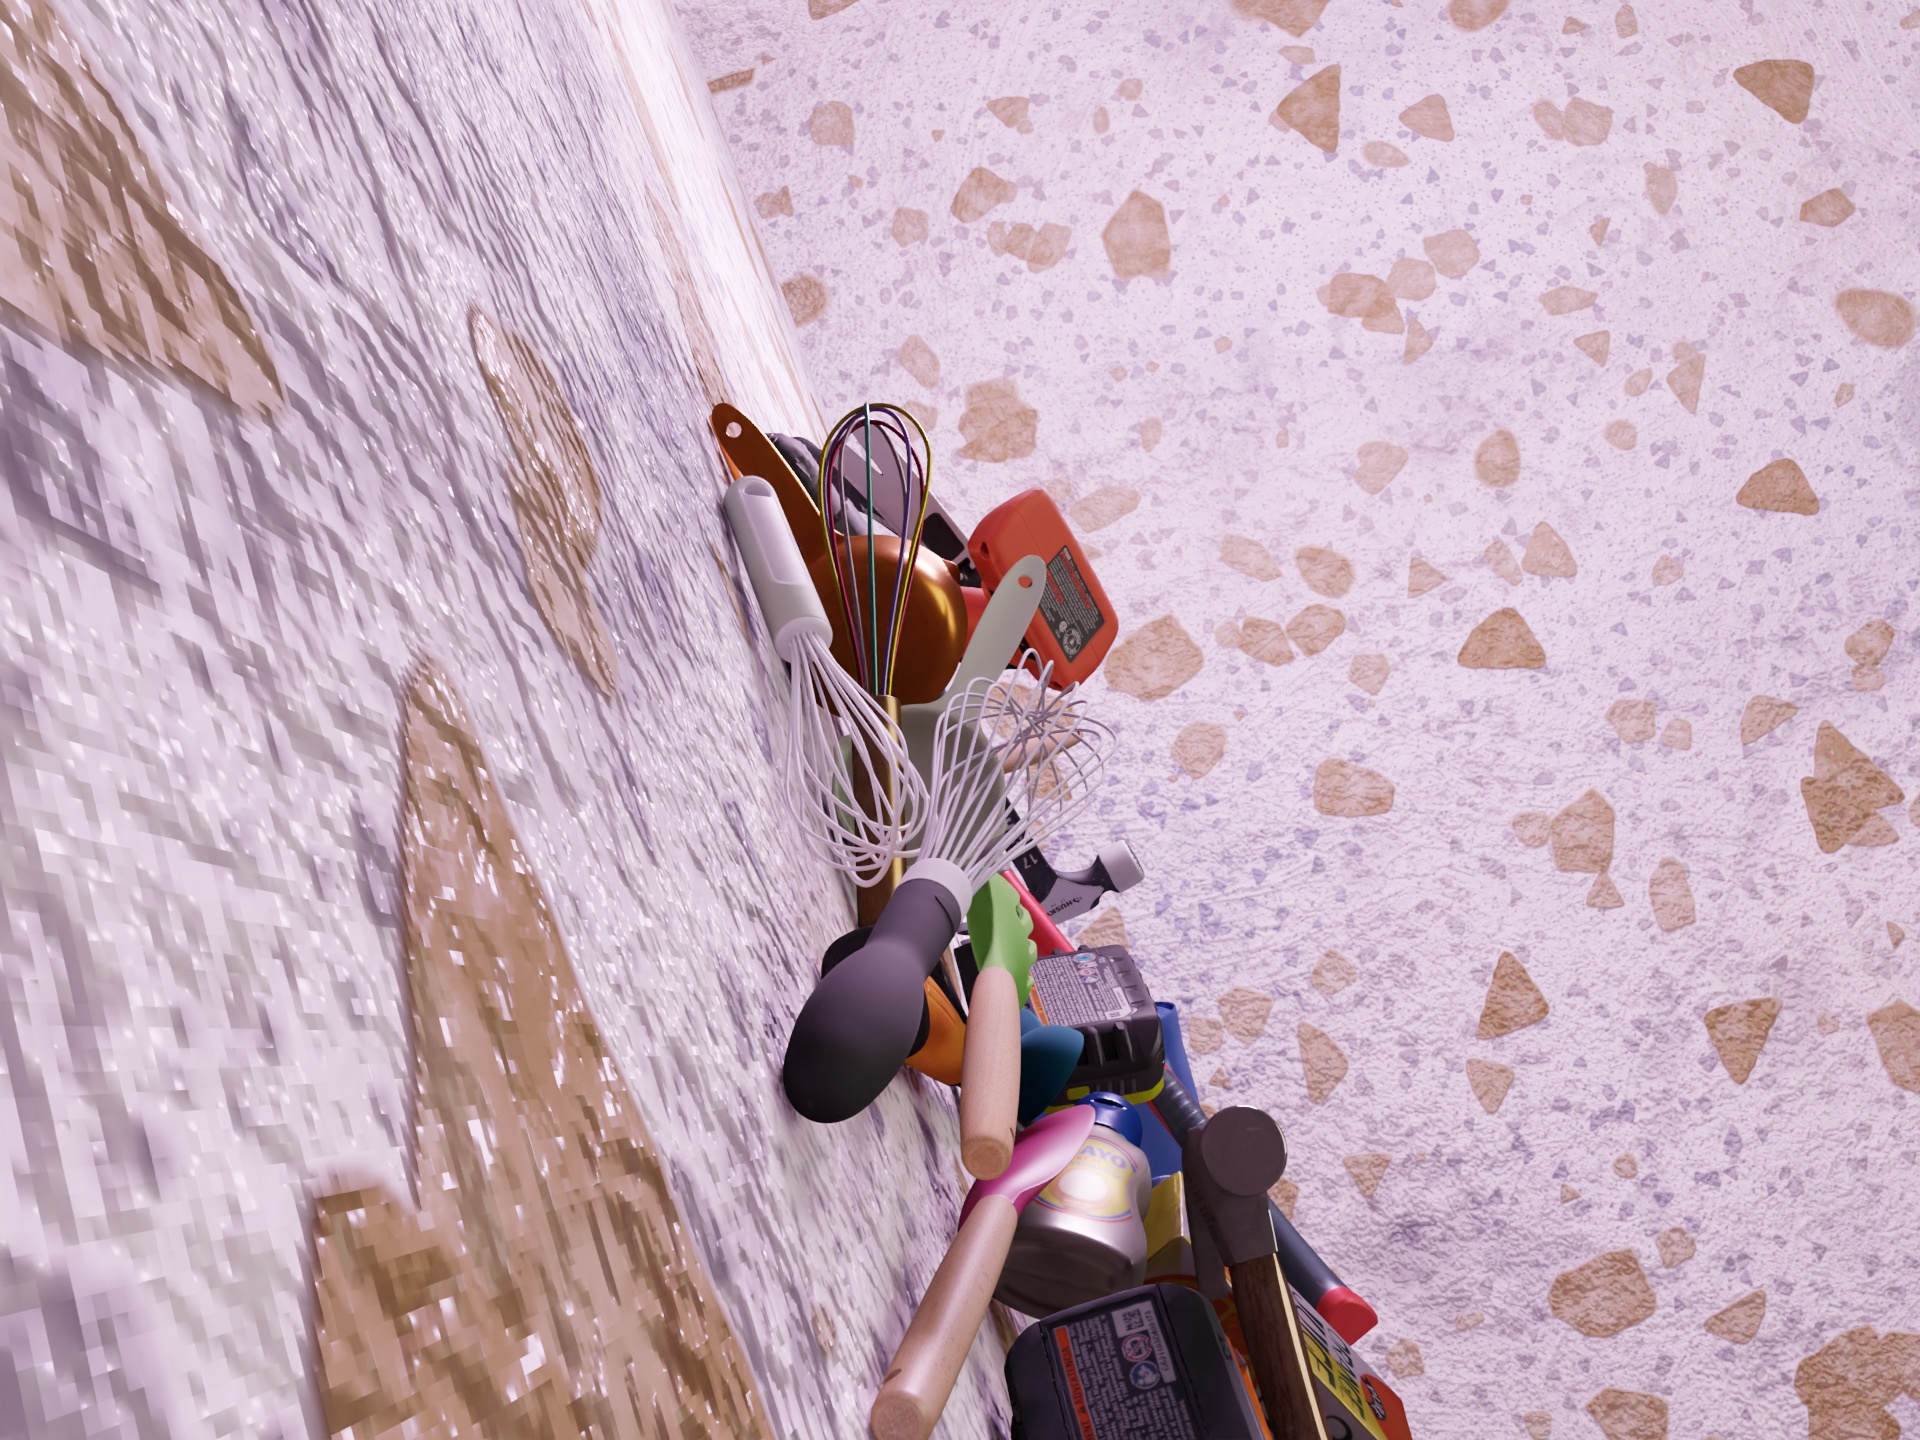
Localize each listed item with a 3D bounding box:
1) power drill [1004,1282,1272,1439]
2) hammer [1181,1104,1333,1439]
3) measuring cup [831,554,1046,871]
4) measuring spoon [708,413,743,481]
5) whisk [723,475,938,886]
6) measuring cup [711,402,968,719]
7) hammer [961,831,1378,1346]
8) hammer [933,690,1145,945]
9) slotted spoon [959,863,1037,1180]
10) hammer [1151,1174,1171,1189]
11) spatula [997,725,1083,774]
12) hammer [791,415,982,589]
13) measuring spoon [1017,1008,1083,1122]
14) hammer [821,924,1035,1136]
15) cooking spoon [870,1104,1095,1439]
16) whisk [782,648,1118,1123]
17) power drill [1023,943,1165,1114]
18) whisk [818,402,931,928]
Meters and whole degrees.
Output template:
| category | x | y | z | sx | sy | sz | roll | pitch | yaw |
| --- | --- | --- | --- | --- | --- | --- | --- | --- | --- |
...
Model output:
| category | x | y | z | sx | sy | sz | roll | pitch | yaw |
| --- | --- | --- | --- | --- | --- | --- | --- | --- | --- |
| power drill | 0.085 | 0.321 | 0.546 | 0.164 | 0.084 | 0.226 | -108 | -178 | -54 |
| hammer | 0.136 | 0.307 | 0.559 | 0.130 | 0.031 | 0.332 | 84 | -7 | -68 |
| measuring cup | -0.001 | -0.002 | 0.722 | 0.168 | 0.083 | 0.038 | -63 | 178 | -23 |
| measuring spoon | -0.106 | -0.101 | 0.798 | 0.021 | 0.011 | 0.117 | 68 | -2 | -83 |
| whisk | -0.062 | -0.028 | 0.647 | 0.247 | 0.057 | 0.059 | -115 | -143 | -44 |
| measuring cup | -0.065 | -0.075 | 0.748 | 0.173 | 0.095 | 0.052 | 53 | 11 | -12 |
| hammer | 0.114 | 0.219 | 0.988 | 0.387 | 0.038 | 0.143 | 51 | -13 | 24 |
| hammer | -0.011 | 0.012 | 1.111 | 0.408 | 0.149 | 0.036 | 58 | 5 | -35 |
| slotted spoon | 0.013 | 0.105 | 0.577 | 0.314 | 0.031 | 0.070 | -64 | 145 | -85 |
| hammer | 0.162 | 0.404 | 0.814 | 0.406 | 0.035 | 0.144 | -109 | 178 | -57 |
| spatula | 0.033 | 0.025 | 1.011 | 0.317 | 0.044 | 0.082 | -17 | 85 | -66 |
| hammer | -0.071 | -0.157 | 1.076 | 0.146 | 0.035 | 0.335 | 49 | -4 | -26 |
| measuring spoon | 0.024 | 0.136 | 0.678 | 0.021 | 0.042 | 0.128 | 36 | -3 | -6 |
| hammer | -0.009 | 0.126 | 0.658 | 0.336 | 0.034 | 0.127 | 67 | 3 | -70 |
| cooking spoon | 0.008 | 0.164 | 0.505 | 0.017 | 0.069 | 0.319 | 51 | 4 | 7 |
| whisk | -0.001 | 0.042 | 0.510 | 0.285 | 0.070 | 0.070 | -54 | 126 | -66 |
| power drill | 0.077 | 0.252 | 0.874 | 0.171 | 0.080 | 0.223 | -113 | -166 | -75 |
| whisk | -0.034 | -0.029 | 0.684 | 0.051 | 0.047 | 0.245 | 129 | -40 | -66 |
